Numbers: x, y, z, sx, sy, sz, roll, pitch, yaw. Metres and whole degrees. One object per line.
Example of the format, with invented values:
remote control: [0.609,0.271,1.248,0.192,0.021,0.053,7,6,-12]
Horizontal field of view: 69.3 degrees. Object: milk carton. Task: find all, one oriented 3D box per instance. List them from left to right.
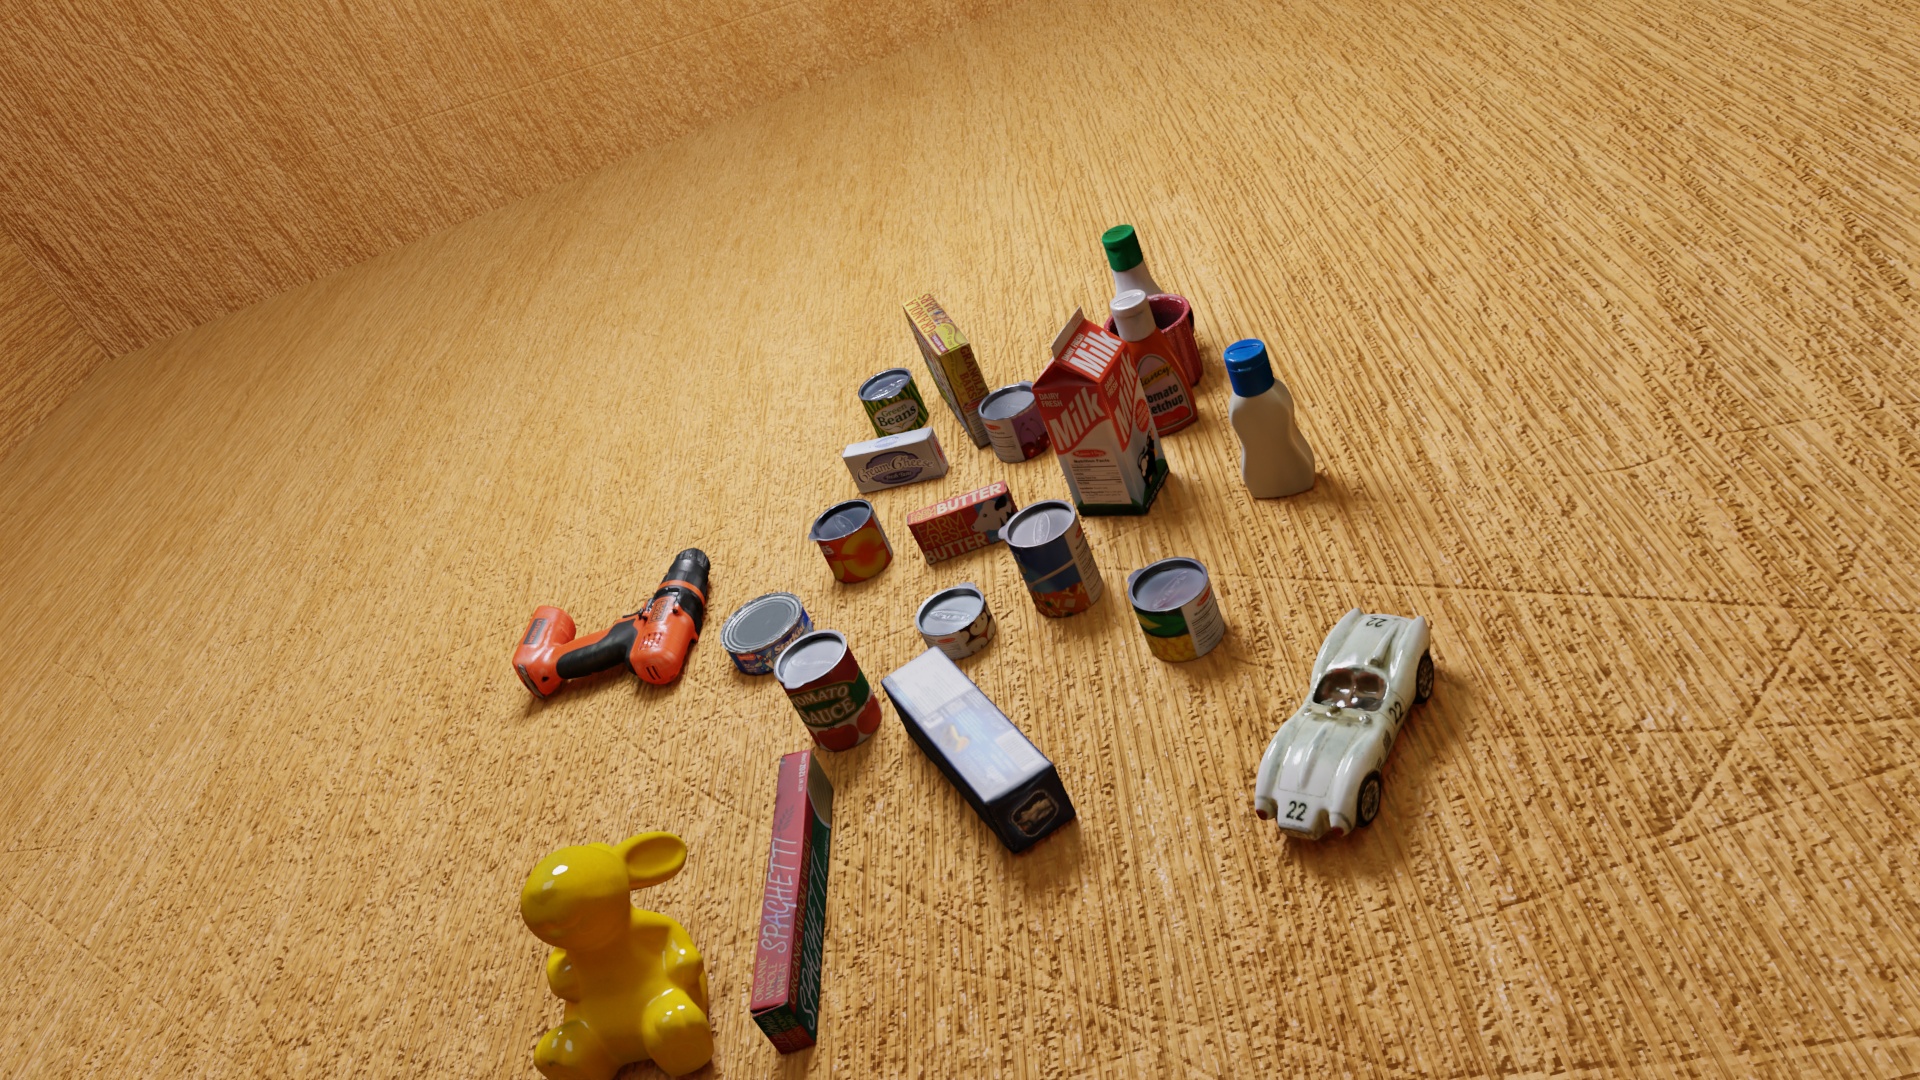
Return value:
milk carton: [0.126,-0.118,1.287,0.073,0.189,0.073,0,39,33]

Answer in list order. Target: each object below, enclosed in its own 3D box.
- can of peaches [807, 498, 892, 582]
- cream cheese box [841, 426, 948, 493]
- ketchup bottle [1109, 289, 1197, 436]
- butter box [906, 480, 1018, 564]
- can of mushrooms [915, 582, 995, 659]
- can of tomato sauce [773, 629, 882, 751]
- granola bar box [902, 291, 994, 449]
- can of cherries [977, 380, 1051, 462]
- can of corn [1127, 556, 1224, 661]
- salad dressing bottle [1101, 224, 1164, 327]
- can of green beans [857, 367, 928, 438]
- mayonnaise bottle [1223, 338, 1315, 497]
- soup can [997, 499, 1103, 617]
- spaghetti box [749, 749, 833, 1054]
can of peaches: [-0.110,0.002,1.389,0.071,0.057,0.071,-17,33,11]
cream cheese box: [-0.070,-0.086,1.494,0.104,0.053,0.024,-11,35,20]
ketchup bottle: [0.185,-0.175,1.369,0.065,0.148,0.044,-21,32,5]
butter box: [0.005,-0.017,1.347,0.103,0.053,0.024,-19,33,9]
can of mushrooms: [-0.003,0.072,1.242,0.071,0.033,0.071,-17,33,11]
can of tomato sauce: [-0.112,0.130,1.183,0.071,0.082,0.071,-17,33,12]
granola bar box: [-0.009,-0.190,1.539,0.039,0.123,0.166,-26,32,-3]
can of cherries: [0.061,-0.125,1.462,0.071,0.058,0.072,-17,33,11]
can of corn: [0.174,0.056,1.129,0.071,0.058,0.071,-17,33,11]
salad dressing bottle: [0.190,-0.269,1.502,0.064,0.147,0.044,3,41,36]
can of green beans: [-0.077,-0.157,1.597,0.071,0.057,0.071,-17,33,11]
mayonnaise bottle: [0.267,-0.106,1.218,0.064,0.147,0.041,-9,35,22]
soup can: [0.080,0.017,1.222,0.071,0.083,0.072,-17,33,12]
spaghetti box: [-0.122,0.260,1.033,0.028,0.050,0.251,-18,33,10]
